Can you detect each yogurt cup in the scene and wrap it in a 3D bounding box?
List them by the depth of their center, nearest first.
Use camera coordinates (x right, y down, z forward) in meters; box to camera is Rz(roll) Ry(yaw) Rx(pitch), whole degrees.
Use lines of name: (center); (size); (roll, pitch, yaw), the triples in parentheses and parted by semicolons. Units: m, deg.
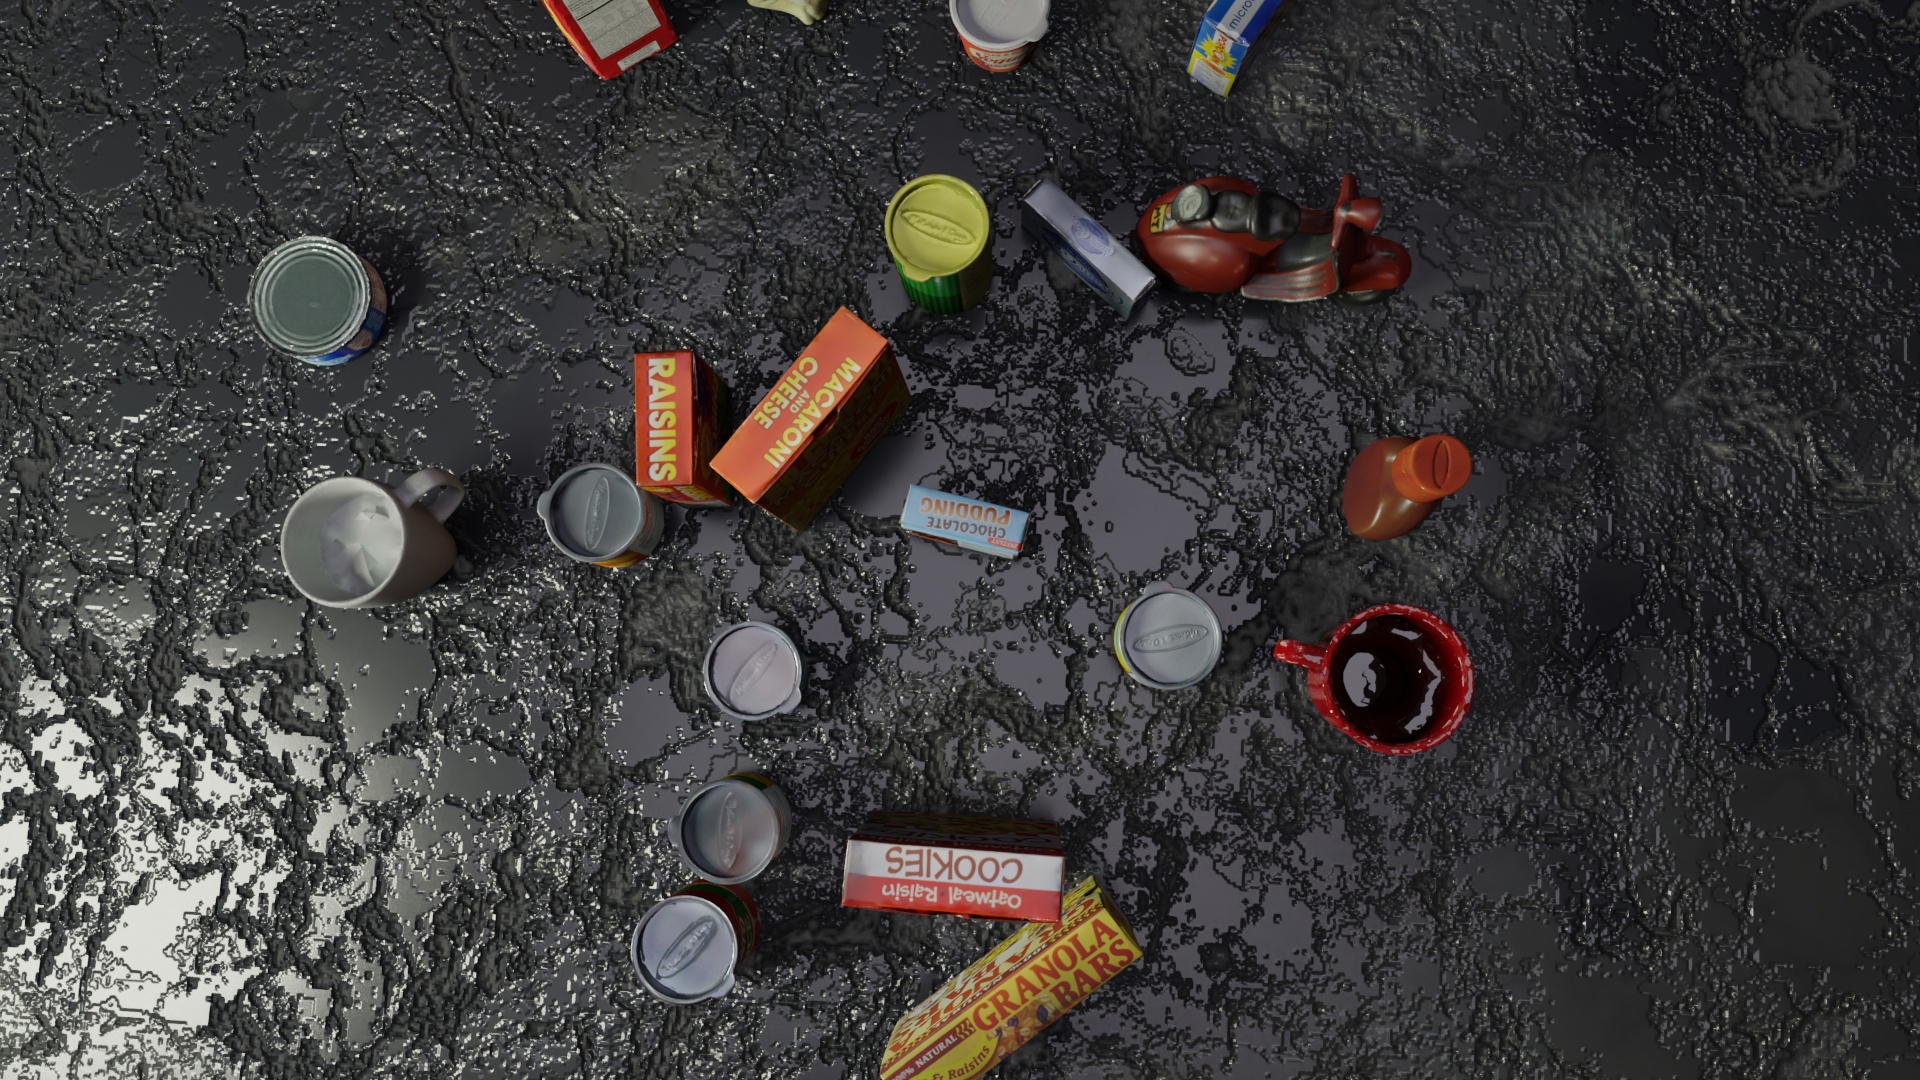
yogurt cup: (0.028, -0.361, 0.961); (0.072, 0.054, 0.072); (0, 84, 2)

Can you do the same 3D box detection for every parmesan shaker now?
parmesan shaker: (-0.014, -0.191, 0.920); (0.071, 0.103, 0.071); (0, 85, 2)

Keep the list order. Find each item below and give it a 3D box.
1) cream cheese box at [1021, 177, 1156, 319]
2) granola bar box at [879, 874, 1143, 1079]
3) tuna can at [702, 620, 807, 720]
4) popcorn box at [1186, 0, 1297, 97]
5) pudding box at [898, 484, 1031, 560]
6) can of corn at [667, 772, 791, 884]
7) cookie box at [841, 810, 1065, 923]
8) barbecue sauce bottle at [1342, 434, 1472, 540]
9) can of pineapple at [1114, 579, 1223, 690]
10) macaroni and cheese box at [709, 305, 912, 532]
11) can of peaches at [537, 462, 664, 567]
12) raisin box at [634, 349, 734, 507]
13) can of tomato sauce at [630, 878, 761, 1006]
cream cheese box: (0.086, -0.197, 0.942); (0.104, 0.053, 0.024); (43, 88, 5)
granola bar box: (0.031, 0.278, 0.860); (0.165, 0.124, 0.039); (-36, 85, -2)
tuna can: (-0.135, 0.089, 0.931); (0.071, 0.033, 0.071); (0, 84, 2)
popcorn box: (0.207, -0.374, 0.940); (0.038, 0.085, 0.127); (35, 87, 5)
pudding box: (0.003, -0.012, 0.928); (0.084, 0.049, 0.030); (14, 85, 3)
can of corn: (-0.149, 0.187, 0.909); (0.071, 0.058, 0.071); (0, 84, 2)
cookie box: (-0.001, 0.196, 0.848); (0.123, 0.167, 0.040); (3, 85, 3)
barbecue sauce bottle: (0.278, -0.037, 0.871); (0.044, 0.148, 0.065); (7, 85, 3)
can of pineapple: (0.135, 0.063, 0.912); (0.071, 0.058, 0.071); (0, 84, 2)
macaroni and cheese box: (-0.088, -0.071, 0.879); (0.040, 0.166, 0.124); (39, 87, 5)
can of peaches: (-0.240, -0.017, 0.933); (0.071, 0.058, 0.071); (0, 84, 2)
raisin box: (-0.177, -0.069, 0.904); (0.040, 0.123, 0.086); (-2, 85, 2)
can of tomato sauce: (-0.166, 0.255, 0.890); (0.071, 0.083, 0.071); (0, 85, 2)
